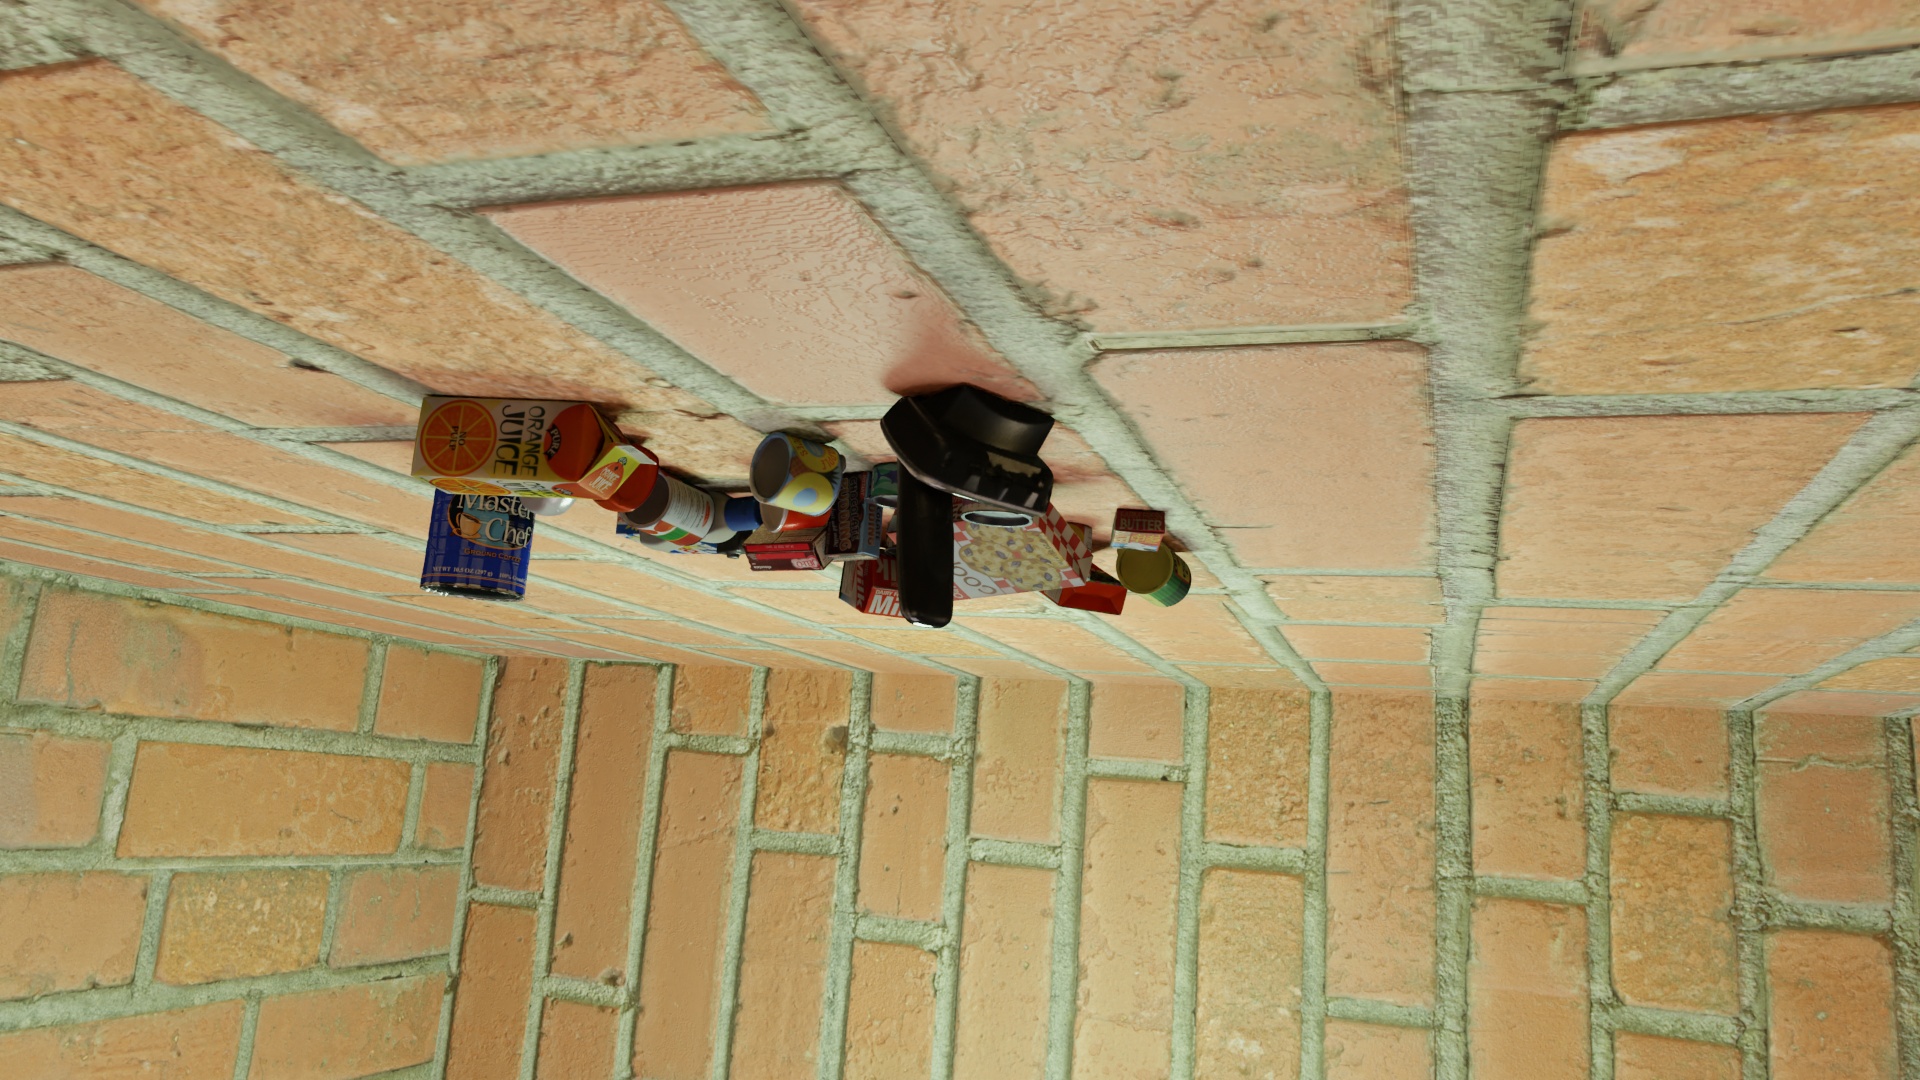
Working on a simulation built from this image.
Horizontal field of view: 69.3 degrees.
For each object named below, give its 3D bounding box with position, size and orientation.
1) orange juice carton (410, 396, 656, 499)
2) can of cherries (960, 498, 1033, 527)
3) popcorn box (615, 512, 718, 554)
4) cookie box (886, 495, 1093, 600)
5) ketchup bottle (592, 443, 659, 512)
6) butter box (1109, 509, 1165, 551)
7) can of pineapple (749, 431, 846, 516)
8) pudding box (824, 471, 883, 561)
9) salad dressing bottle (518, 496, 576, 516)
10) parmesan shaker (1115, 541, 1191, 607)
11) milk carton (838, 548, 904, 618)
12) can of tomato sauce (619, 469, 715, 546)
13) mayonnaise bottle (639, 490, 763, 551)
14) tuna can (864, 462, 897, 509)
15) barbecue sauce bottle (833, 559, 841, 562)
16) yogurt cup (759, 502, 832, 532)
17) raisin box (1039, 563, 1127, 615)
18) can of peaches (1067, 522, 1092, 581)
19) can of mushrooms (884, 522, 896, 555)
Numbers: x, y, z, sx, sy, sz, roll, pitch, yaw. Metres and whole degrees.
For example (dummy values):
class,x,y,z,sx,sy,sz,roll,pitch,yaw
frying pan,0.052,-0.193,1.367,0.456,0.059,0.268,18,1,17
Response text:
class,x,y,z,sx,sy,sz,roll,pitch,yaw
orange juice carton,-0.368,-0.079,1.211,0.193,0.073,0.071,3,169,7
can of cherries,0.038,-0.047,1.258,0.071,0.058,0.071,5,168,1
popcorn box,-0.336,-0.012,1.642,0.085,0.038,0.126,1,169,21
cookie box,0.028,0.004,1.375,0.167,0.040,0.122,-9,138,35
ketchup bottle,-0.335,-0.059,1.345,0.043,0.065,0.148,29,168,-24
butter box,0.189,-0.010,1.482,0.053,0.024,0.103,4,169,4
can of pineapple,-0.146,-0.061,1.241,0.058,0.071,0.071,14,165,-41
pudding box,-0.103,-0.023,1.368,0.049,0.084,0.030,-3,166,34
salad dressing bottle,-0.379,-0.065,1.331,0.044,0.064,0.147,3,165,-35
parmesan shaker,0.224,0.035,1.610,0.071,0.071,0.103,0,169,22
milk carton,-0.091,0.051,1.680,0.072,0.073,0.190,8,-178,-16
can of tomato sauce,-0.305,-0.035,1.437,0.071,0.071,0.083,0,167,22
mayonnaise bottle,-0.276,-0.025,1.498,0.148,0.065,0.041,-5,162,25
tuna can,-0.056,-0.052,1.337,0.071,0.033,0.071,4,169,1
barbecue sauce bottle,-0.152,-0.010,1.571,0.065,0.044,0.148,4,169,5
yogurt cup,-0.160,-0.041,1.358,0.054,0.072,0.072,1,172,-30
raisin box,0.133,0.048,1.655,0.086,0.040,0.123,8,-167,-24
can of peaches,0.111,0.013,1.549,0.071,0.058,0.071,5,170,1
can of mushrooms,-0.054,-0.001,1.603,0.071,0.033,0.071,5,170,1
